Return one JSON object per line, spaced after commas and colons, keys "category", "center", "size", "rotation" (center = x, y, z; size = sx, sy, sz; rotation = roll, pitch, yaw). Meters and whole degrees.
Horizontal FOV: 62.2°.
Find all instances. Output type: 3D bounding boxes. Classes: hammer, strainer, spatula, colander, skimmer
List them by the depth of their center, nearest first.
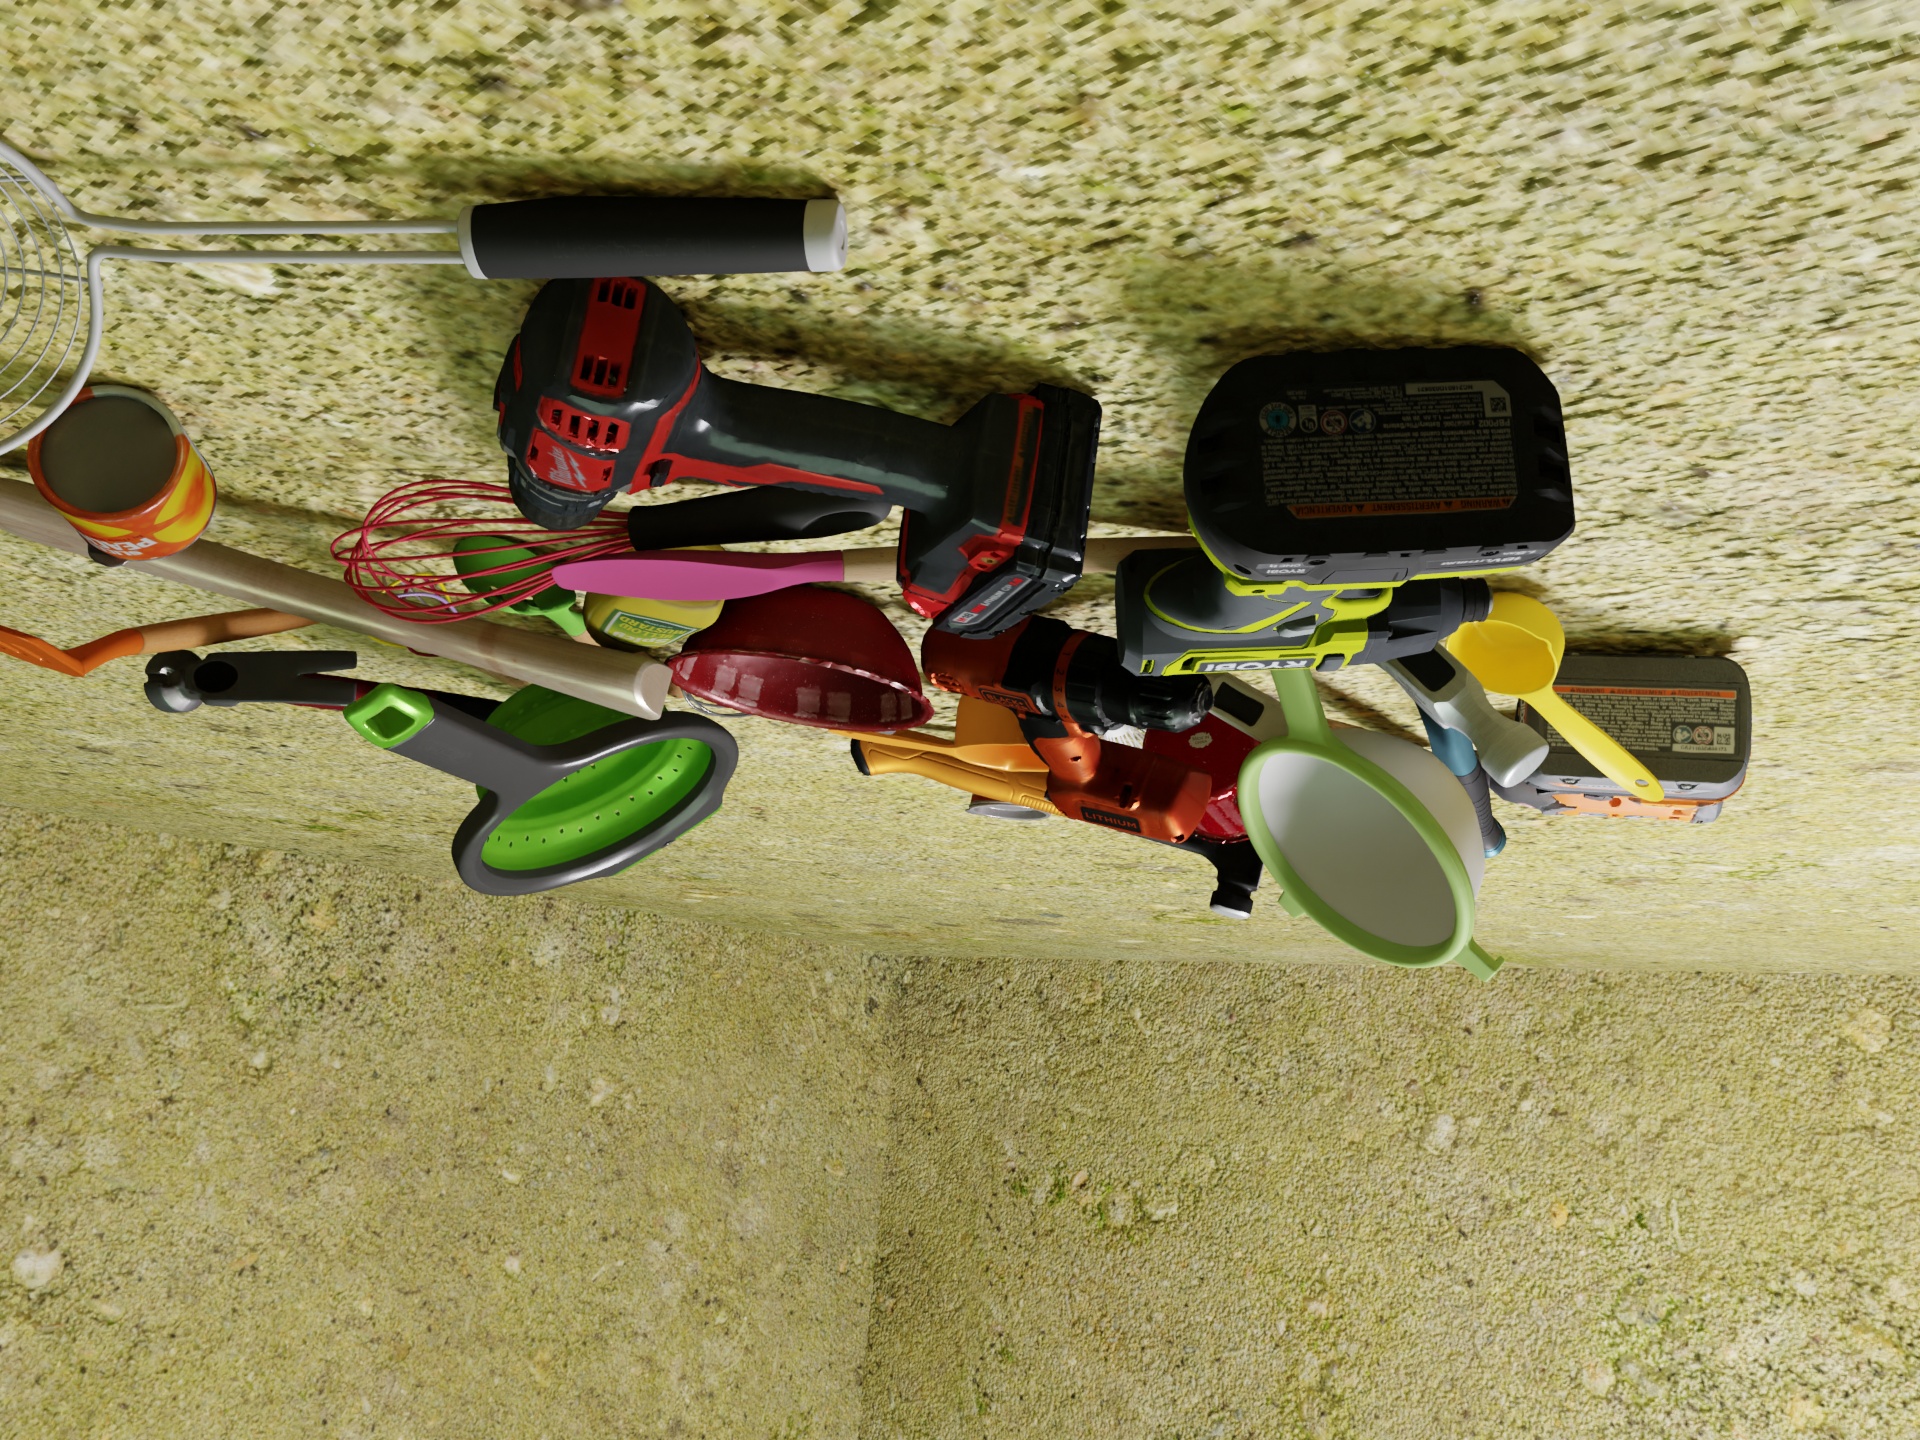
{"category": "skimmer", "center": [-0.220, -0.137, 0.503], "size": [0.363, 0.090, 0.127], "rotation": [1, 132, 6]}
{"category": "strainer", "center": [0.208, 0.012, 0.839], "size": [0.069, 0.256, 0.152], "rotation": [-36, -153, -25]}
{"category": "hammer", "center": [-0.362, -0.069, 0.868], "size": [0.410, 0.038, 0.146], "rotation": [17, 166, -15]}
{"category": "spatula", "center": [-0.446, -0.055, 0.891], "size": [0.081, 0.041, 0.322], "rotation": [16, -169, 7]}
{"category": "hammer", "center": [0.286, 0.025, 0.915], "size": [0.033, 0.128, 0.330], "rotation": [-41, 152, 4]}
{"category": "colander", "center": [-0.282, 0.010, 1.022], "size": [0.204, 0.095, 0.396], "rotation": [-32, 161, 3]}
{"category": "hammer", "center": [0.250, 0.014, 1.032], "size": [0.130, 0.031, 0.331], "rotation": [36, -167, 34]}
{"category": "hammer", "center": [-0.358, -0.010, 1.101], "size": [0.143, 0.038, 0.386], "rotation": [0, 175, 18]}
{"category": "hammer", "center": [0.079, 0.051, 1.246], "size": [0.337, 0.127, 0.034], "rotation": [15, 168, -1]}

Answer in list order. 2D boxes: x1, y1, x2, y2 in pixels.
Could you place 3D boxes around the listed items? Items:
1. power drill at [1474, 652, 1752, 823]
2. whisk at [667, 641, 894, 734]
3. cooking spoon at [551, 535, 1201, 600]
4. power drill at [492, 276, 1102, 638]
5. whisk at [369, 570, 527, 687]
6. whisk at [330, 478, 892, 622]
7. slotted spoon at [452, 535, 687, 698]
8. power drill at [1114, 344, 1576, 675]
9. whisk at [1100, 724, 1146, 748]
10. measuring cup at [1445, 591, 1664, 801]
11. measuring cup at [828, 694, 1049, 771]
{"category": "power drill", "center": [0.386, 0.018, 0.969], "size": [0.164, 0.084, 0.226], "rotation": [2, 171, 19]}
{"category": "whisk", "center": [-0.113, -0.017, 1.102], "size": [0.055, 0.055, 0.238], "rotation": [-3, 169, 33]}
{"category": "cooking spoon", "center": [-0.030, -0.075, 0.753], "size": [0.319, 0.017, 0.068], "rotation": [-3, 169, -6]}
{"category": "power drill", "center": [-0.076, -0.099, 0.650], "size": [0.226, 0.080, 0.188], "rotation": [12, 166, -18]}
{"category": "whisk", "center": [-0.324, -0.053, 1.036], "size": [0.051, 0.047, 0.245], "rotation": [16, 173, 6]}
{"category": "whisk", "center": [-0.175, -0.091, 0.774], "size": [0.296, 0.073, 0.073], "rotation": [-5, 165, 15]}
{"category": "slotted spoon", "center": [-0.234, -0.054, 1.021], "size": [0.070, 0.031, 0.313], "rotation": [7, 169, 12]}
{"category": "power drill", "center": [0.158, -0.071, 0.657], "size": [0.171, 0.080, 0.223], "rotation": [-2, 168, 1]}
{"category": "whisk", "center": [0.110, 0.010, 1.100], "size": [0.070, 0.070, 0.284], "rotation": [2, 162, 15]}
{"category": "measuring cup", "center": [0.319, -0.012, 0.833], "size": [0.156, 0.029, 0.062], "rotation": [38, 150, -16]}
{"category": "measuring cup", "center": [-0.002, -0.003, 1.093], "size": [0.173, 0.052, 0.095], "rotation": [8, 167, -2]}
